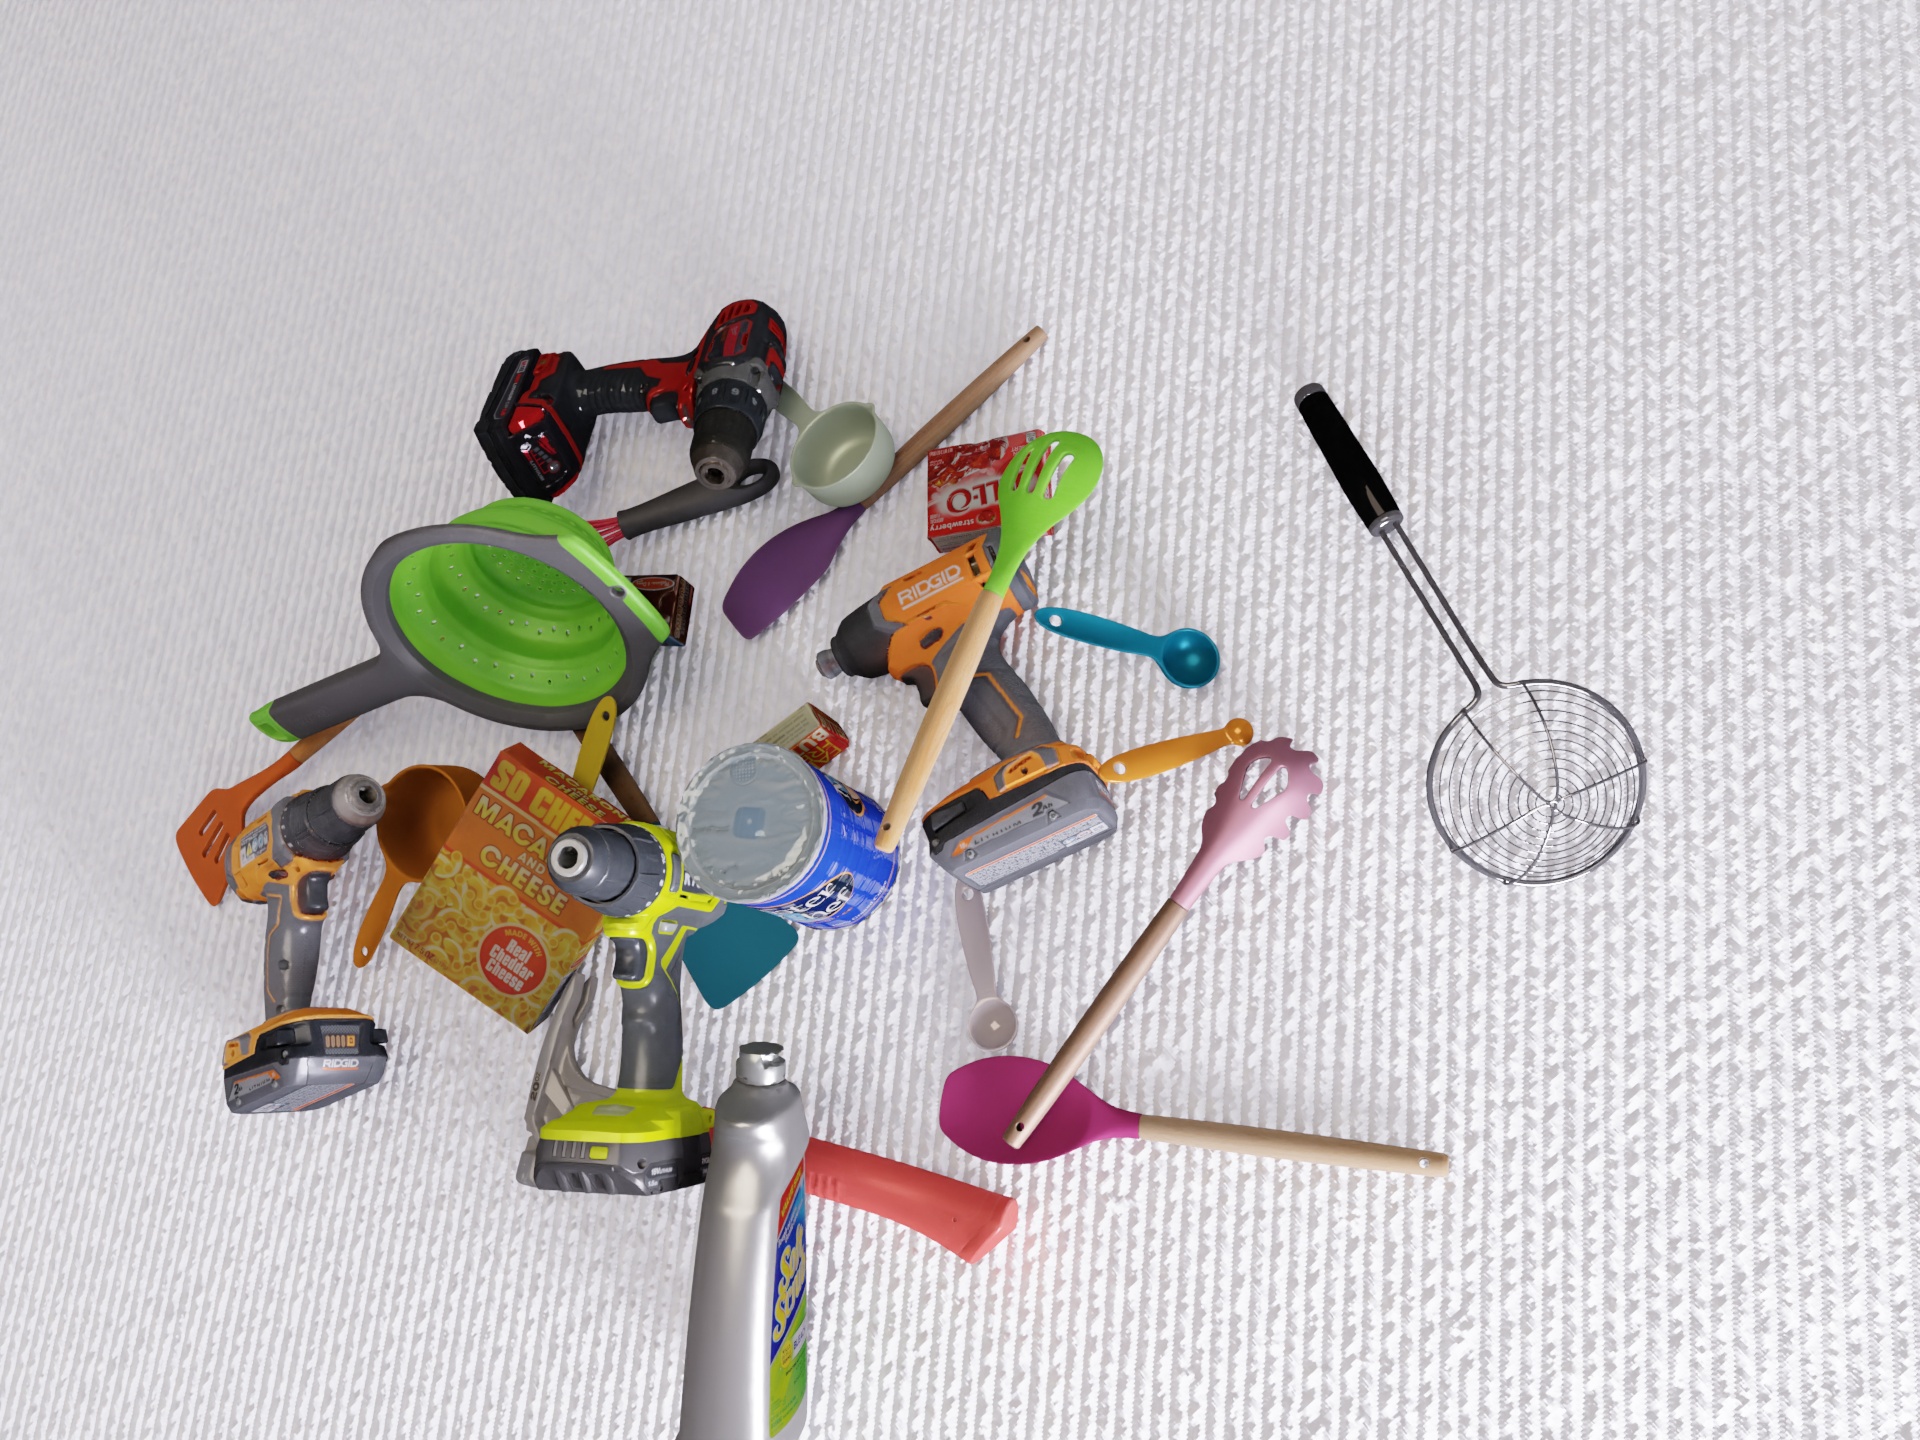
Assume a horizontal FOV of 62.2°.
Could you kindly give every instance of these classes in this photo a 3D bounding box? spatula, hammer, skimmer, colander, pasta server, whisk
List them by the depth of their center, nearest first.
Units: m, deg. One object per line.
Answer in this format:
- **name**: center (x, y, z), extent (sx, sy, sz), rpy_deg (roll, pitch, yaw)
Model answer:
- **pasta server**: center (0.125, 0.141, 1.015), extent (0.060, 0.040, 0.316), rpy_deg (35, 89, 24)
- **skimmer**: center (0.304, -0.067, 1.018), extent (0.127, 0.090, 0.364), rpy_deg (-28, 58, 12)
- **hammer**: center (-0.131, 0.279, 1.066), extent (0.359, 0.036, 0.149), rpy_deg (9, 79, 21)
- **spatula**: center (-0.235, 0.065, 1.169), extent (0.082, 0.044, 0.318), rpy_deg (-41, 62, 5)
- **spatula**: center (-0.057, -0.181, 1.177), extent (0.316, 0.018, 0.060), rpy_deg (-42, 61, 5)
- **colander**: center (-0.381, -0.070, 1.179), extent (0.397, 0.204, 0.095), rpy_deg (-17, 43, 29)
- **whisk**: center (-0.277, -0.144, 1.224), extent (0.296, 0.073, 0.073), rpy_deg (-19, 70, 7)
- **spatula**: center (-0.509, 0.015, 1.276), extent (0.322, 0.041, 0.081), rpy_deg (-41, 66, 0)

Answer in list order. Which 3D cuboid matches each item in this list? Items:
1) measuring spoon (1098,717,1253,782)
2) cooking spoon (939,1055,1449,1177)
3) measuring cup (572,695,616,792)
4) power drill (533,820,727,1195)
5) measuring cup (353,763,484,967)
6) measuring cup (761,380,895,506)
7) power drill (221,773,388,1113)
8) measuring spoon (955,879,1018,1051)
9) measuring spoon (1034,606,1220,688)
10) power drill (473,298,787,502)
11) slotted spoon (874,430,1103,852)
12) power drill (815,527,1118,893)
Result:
- **measuring spoon**: center (0.141, 0.019, 1.025), extent (0.117, 0.011, 0.021), rpy_deg (-16, 69, -21)
- **cooking spoon**: center (0.138, 0.256, 0.990), extent (0.319, 0.017, 0.069), rpy_deg (2, 70, 20)
- **measuring cup**: center (-0.269, 0.056, 1.157), extent (0.062, 0.029, 0.156), rpy_deg (23, 99, 23)
- **power drill**: center (-0.210, 0.176, 1.002), extent (0.080, 0.190, 0.228), rpy_deg (-1, 79, 13)
- **measuring cup**: center (-0.407, 0.112, 1.202), extent (0.095, 0.052, 0.173), rpy_deg (34, 104, 21)
- **measuring cup**: center (-0.106, -0.216, 1.195), extent (0.083, 0.038, 0.168), rpy_deg (-45, 46, 2)
- **power drill**: center (-0.473, 0.158, 1.165), extent (0.185, 0.084, 0.226), rpy_deg (-27, 65, 38)
- **measuring spoon**: center (0.015, 0.161, 1.063), extent (0.034, 0.018, 0.124), rpy_deg (-18, 64, 14)
- **measuring spoon**: center (0.109, -0.051, 1.060), extent (0.128, 0.021, 0.042), rpy_deg (16, 70, -4)
- **power drill**: center (-0.242, -0.225, 1.191), extent (0.227, 0.080, 0.188), rpy_deg (-10, 46, 15)
- **slotted spoon**: center (0.013, -0.059, 1.036), extent (0.070, 0.031, 0.314), rpy_deg (16, 76, 31)
- **power drill**: center (-0.002, -0.003, 1.078), extent (0.164, 0.084, 0.227), rpy_deg (-26, 64, 11)
